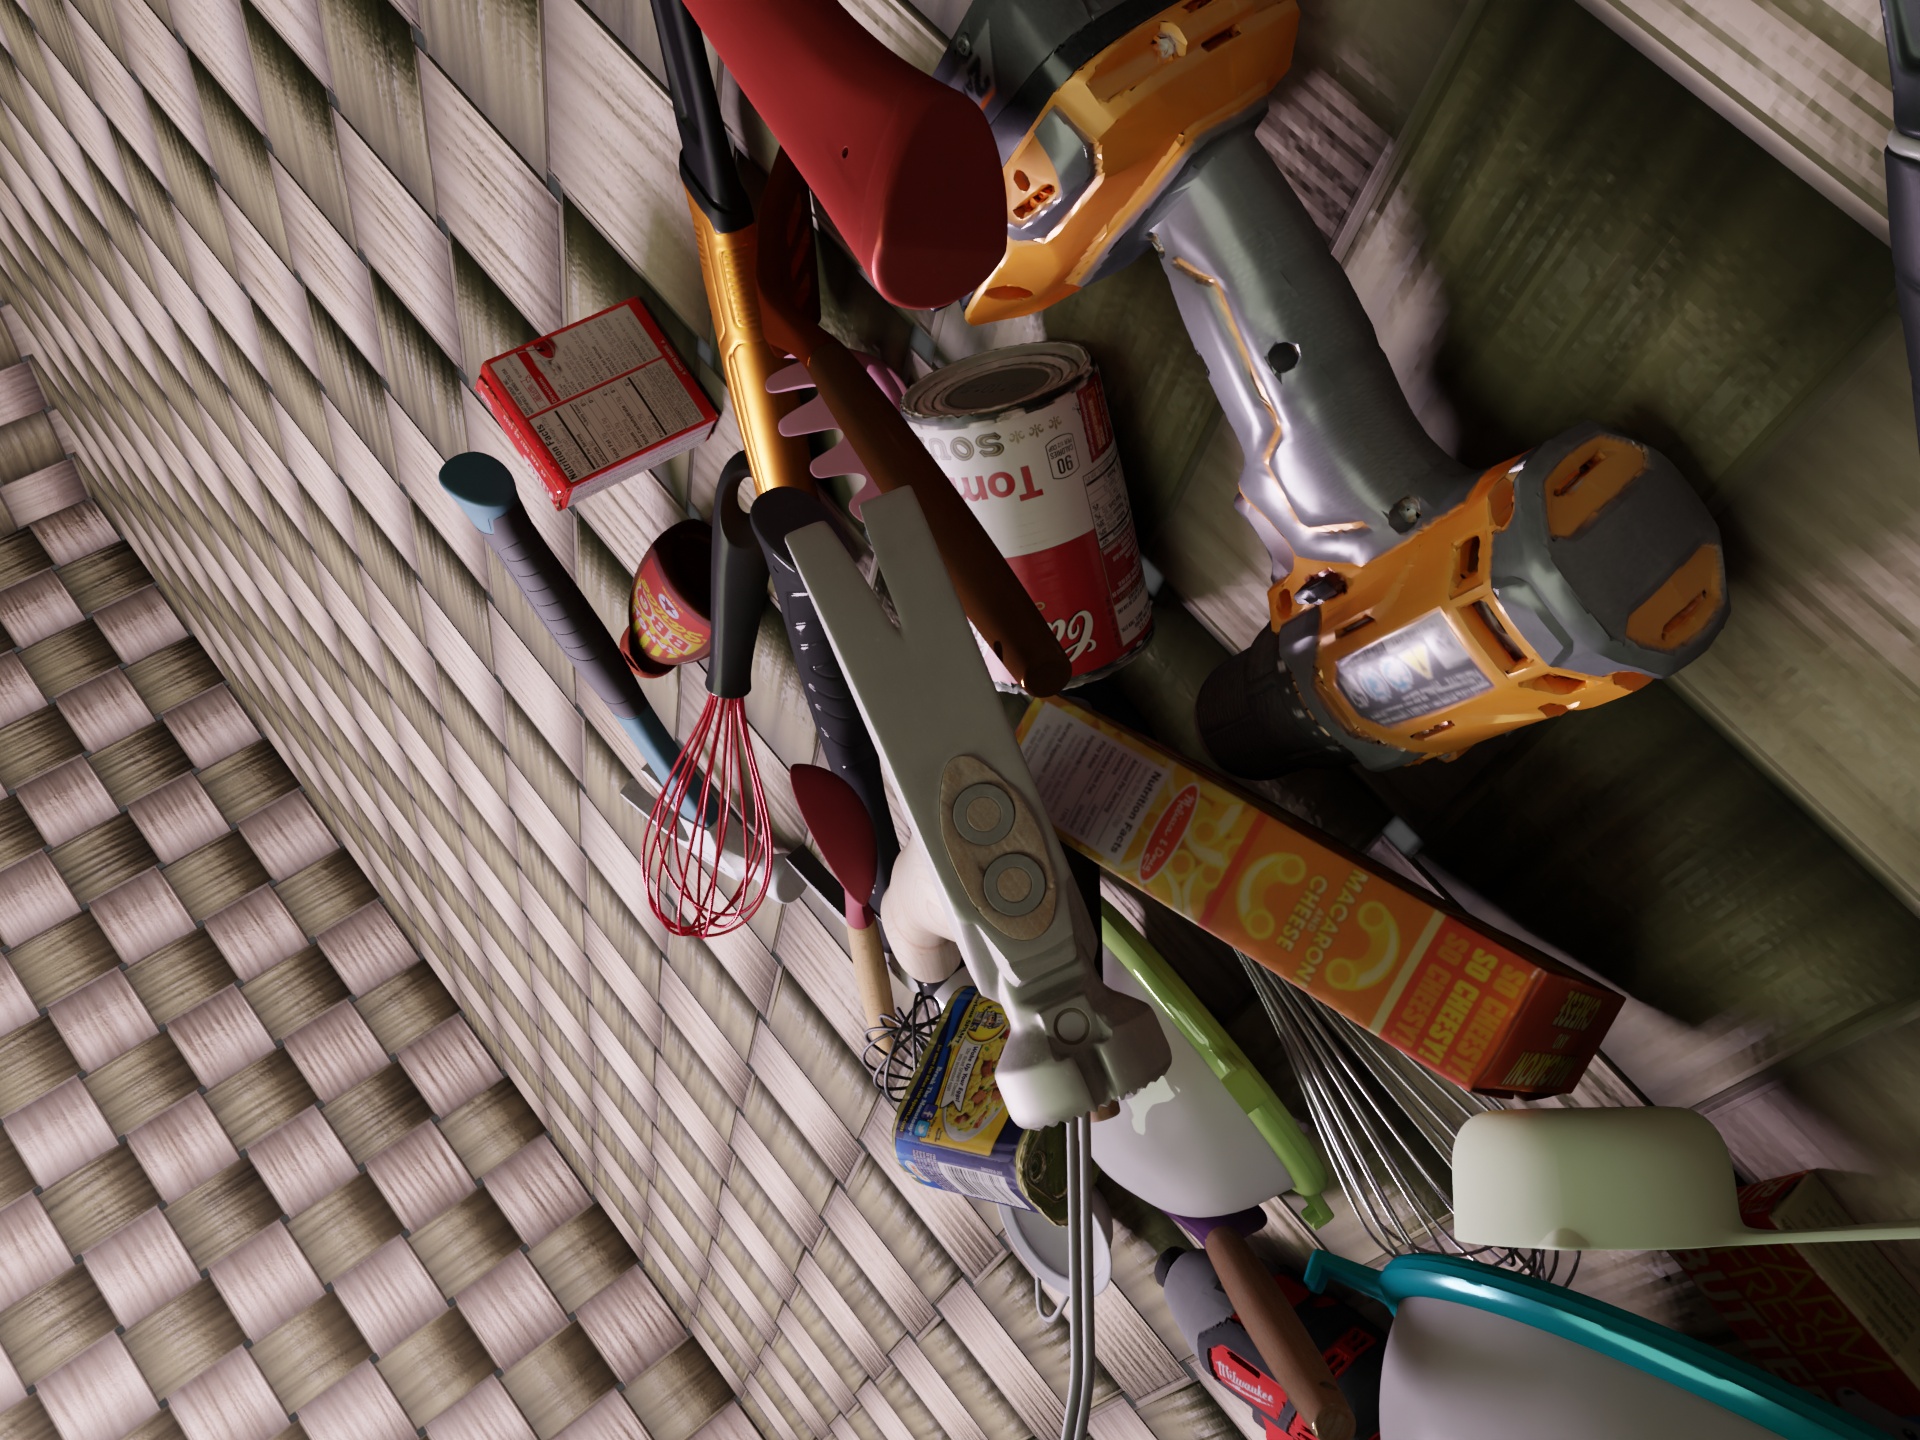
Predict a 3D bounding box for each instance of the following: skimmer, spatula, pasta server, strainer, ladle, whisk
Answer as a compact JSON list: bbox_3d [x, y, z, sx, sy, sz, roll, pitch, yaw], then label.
[{"bbox_3d":[0.068,0.162,0.522,0.127,0.090,0.363,38,-133,-61],"label":"skimmer"},{"bbox_3d":[-0.025,-0.102,0.488,0.323,0.041,0.081,-120,21,-50],"label":"spatula"},{"bbox_3d":[-0.001,-0.002,0.602,0.040,0.060,0.316,-22,83,33],"label":"pasta server"},{"bbox_3d":[0.045,0.116,0.673,0.257,0.069,0.151,46,173,40],"label":"strainer"},{"bbox_3d":[0.048,0.216,0.845,0.087,0.050,0.258,21,130,41],"label":"strainer"},{"bbox_3d":[-0.050,0.114,0.820,0.315,0.031,0.069,85,165,-57],"label":"ladle"},{"bbox_3d":[0.116,0.090,0.580,0.285,0.070,0.070,54,153,17],"label":"whisk"},{"bbox_3d":[0.108,0.209,0.611,0.060,0.018,0.316,13,177,1],"label":"spatula"},{"bbox_3d":[0.231,0.243,0.413,0.211,0.095,0.340,36,161,-11],"label":"strainer"},{"bbox_3d":[-0.121,-0.001,0.813,0.073,0.073,0.295,37,129,35],"label":"whisk"},{"bbox_3d":[-0.011,0.198,0.867,0.055,0.055,0.238,45,168,23],"label":"whisk"}]

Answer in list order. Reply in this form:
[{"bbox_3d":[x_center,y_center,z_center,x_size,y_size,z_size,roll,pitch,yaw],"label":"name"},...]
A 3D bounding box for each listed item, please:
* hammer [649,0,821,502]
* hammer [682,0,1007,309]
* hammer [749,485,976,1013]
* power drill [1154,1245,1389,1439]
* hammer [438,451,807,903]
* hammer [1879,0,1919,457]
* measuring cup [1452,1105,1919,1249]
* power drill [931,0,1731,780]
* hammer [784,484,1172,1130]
[{"bbox_3d":[-0.098,-0.194,0.645,0.127,0.034,0.336,36,148,41],"label":"hammer"},{"bbox_3d":[-0.089,-0.236,0.458,0.359,0.036,0.149,59,138,28],"label":"hammer"},{"bbox_3d":[-0.054,0.020,0.770,0.146,0.035,0.334,38,154,33],"label":"hammer"},{"bbox_3d":[0.162,0.353,0.766,0.143,0.078,0.219,21,134,49],"label":"power drill"},{"bbox_3d":[-0.196,-0.018,0.914,0.128,0.033,0.330,21,150,38],"label":"hammer"},{"bbox_3d":[0.172,-0.119,0.283,0.149,0.036,0.408,11,128,56],"label":"hammer"},{"bbox_3d":[0.216,0.120,0.427,0.167,0.083,0.038,-12,72,31],"label":"measuring cup"},{"bbox_3d":[0.074,-0.083,0.441,0.226,0.084,0.185,53,155,-1],"label":"power drill"},{"bbox_3d":[-0.012,0.048,0.542,0.410,0.038,0.146,115,133,-80],"label":"hammer"}]
